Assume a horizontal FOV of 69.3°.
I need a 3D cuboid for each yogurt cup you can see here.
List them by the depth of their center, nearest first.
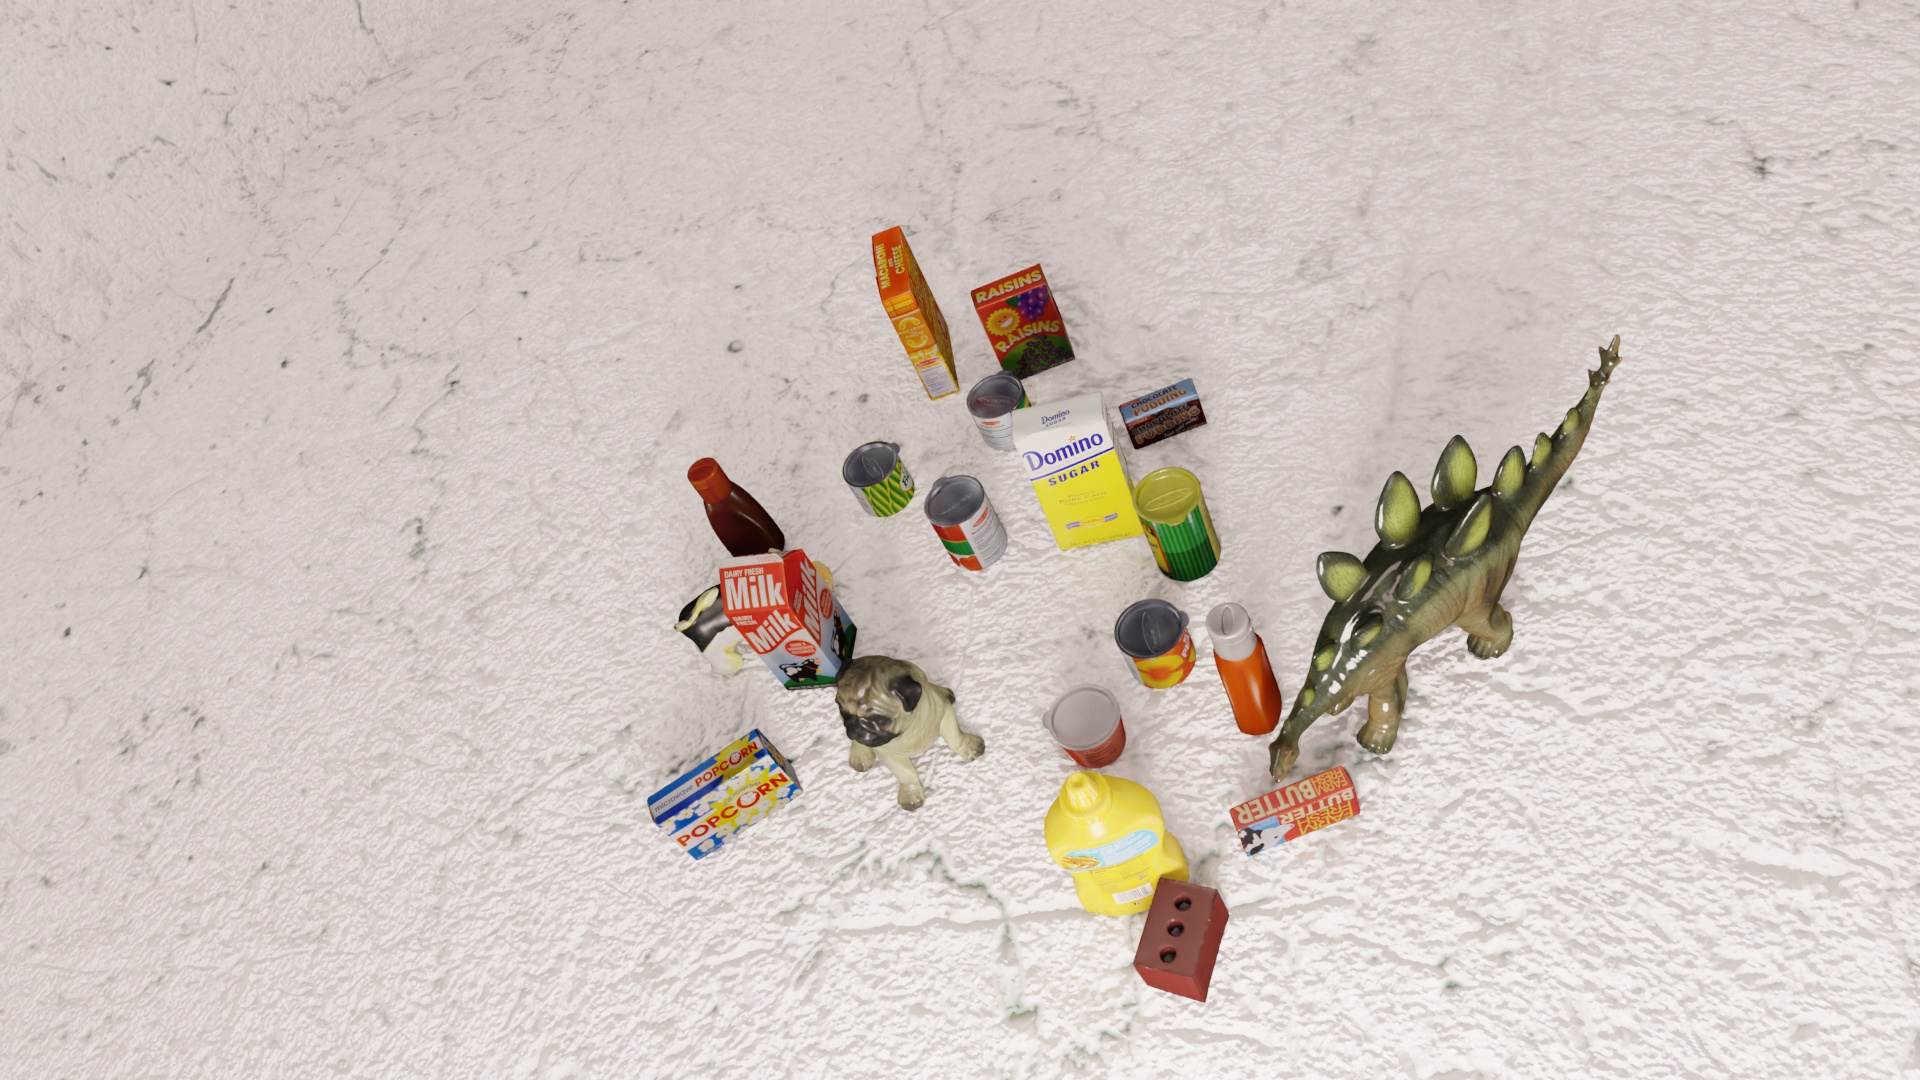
[{"bbox_3d":[0.119,0.173,1.271,0.072,0.053,0.073,-12,50,15],"label":"yogurt cup"}]

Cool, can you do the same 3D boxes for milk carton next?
[{"bbox_3d":[-0.175,0.070,1.388,0.072,0.189,0.074,-7,52,19],"label":"milk carton"}]

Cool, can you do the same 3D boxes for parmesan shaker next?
[{"bbox_3d":[0.211,-0.012,1.344,0.071,0.102,0.072,-12,50,15],"label":"parmesan shaker"}]

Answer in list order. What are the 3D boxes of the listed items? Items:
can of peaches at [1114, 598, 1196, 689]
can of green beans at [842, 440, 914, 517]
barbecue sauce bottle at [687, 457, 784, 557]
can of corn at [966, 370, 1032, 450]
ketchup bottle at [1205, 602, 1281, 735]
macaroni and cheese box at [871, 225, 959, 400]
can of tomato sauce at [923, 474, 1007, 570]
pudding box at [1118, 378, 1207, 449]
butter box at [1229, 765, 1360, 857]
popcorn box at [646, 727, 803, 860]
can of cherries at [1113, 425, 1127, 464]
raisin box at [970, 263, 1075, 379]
[{"bbox_3d":[0.185,0.097,1.299,0.071,0.057,0.071,-12,50,15],"label":"can of peaches"},{"bbox_3d":[-0.091,-0.068,1.551,0.071,0.057,0.071,-12,50,15],"label":"can of green beans"},{"bbox_3d":[-0.251,-0.032,1.532,0.065,0.148,0.044,-9,51,18],"label":"barbecue sauce bottle"},{"bbox_3d":[0.048,-0.145,1.551,0.071,0.058,0.071,-12,50,15],"label":"can of corn"},{"bbox_3d":[0.245,0.108,1.203,0.043,0.148,0.065,-6,52,20],"label":"ketchup bottle"},{"bbox_3d":[-0.053,-0.263,1.617,0.040,0.165,0.124,-19,49,10],"label":"macaroni and cheese box"},{"bbox_3d":[0.005,-0.018,1.453,0.071,0.082,0.071,-12,50,15],"label":"can of tomato sauce"},{"bbox_3d":[0.215,-0.135,1.476,0.083,0.049,0.030,-20,48,8],"label":"pudding box"},{"bbox_3d":[0.279,0.226,1.159,0.103,0.053,0.024,-23,48,6],"label":"butter box"},{"bbox_3d":[-0.227,0.247,1.342,0.127,0.085,0.038,-33,48,-3],"label":"popcorn box"},{"bbox_3d":[0.139,-0.092,1.469,0.071,0.058,0.072,-12,50,15],"label":"can of cherries"},{"bbox_3d":[0.072,-0.245,1.577,0.086,0.123,0.040,-20,49,9],"label":"raisin box"}]
